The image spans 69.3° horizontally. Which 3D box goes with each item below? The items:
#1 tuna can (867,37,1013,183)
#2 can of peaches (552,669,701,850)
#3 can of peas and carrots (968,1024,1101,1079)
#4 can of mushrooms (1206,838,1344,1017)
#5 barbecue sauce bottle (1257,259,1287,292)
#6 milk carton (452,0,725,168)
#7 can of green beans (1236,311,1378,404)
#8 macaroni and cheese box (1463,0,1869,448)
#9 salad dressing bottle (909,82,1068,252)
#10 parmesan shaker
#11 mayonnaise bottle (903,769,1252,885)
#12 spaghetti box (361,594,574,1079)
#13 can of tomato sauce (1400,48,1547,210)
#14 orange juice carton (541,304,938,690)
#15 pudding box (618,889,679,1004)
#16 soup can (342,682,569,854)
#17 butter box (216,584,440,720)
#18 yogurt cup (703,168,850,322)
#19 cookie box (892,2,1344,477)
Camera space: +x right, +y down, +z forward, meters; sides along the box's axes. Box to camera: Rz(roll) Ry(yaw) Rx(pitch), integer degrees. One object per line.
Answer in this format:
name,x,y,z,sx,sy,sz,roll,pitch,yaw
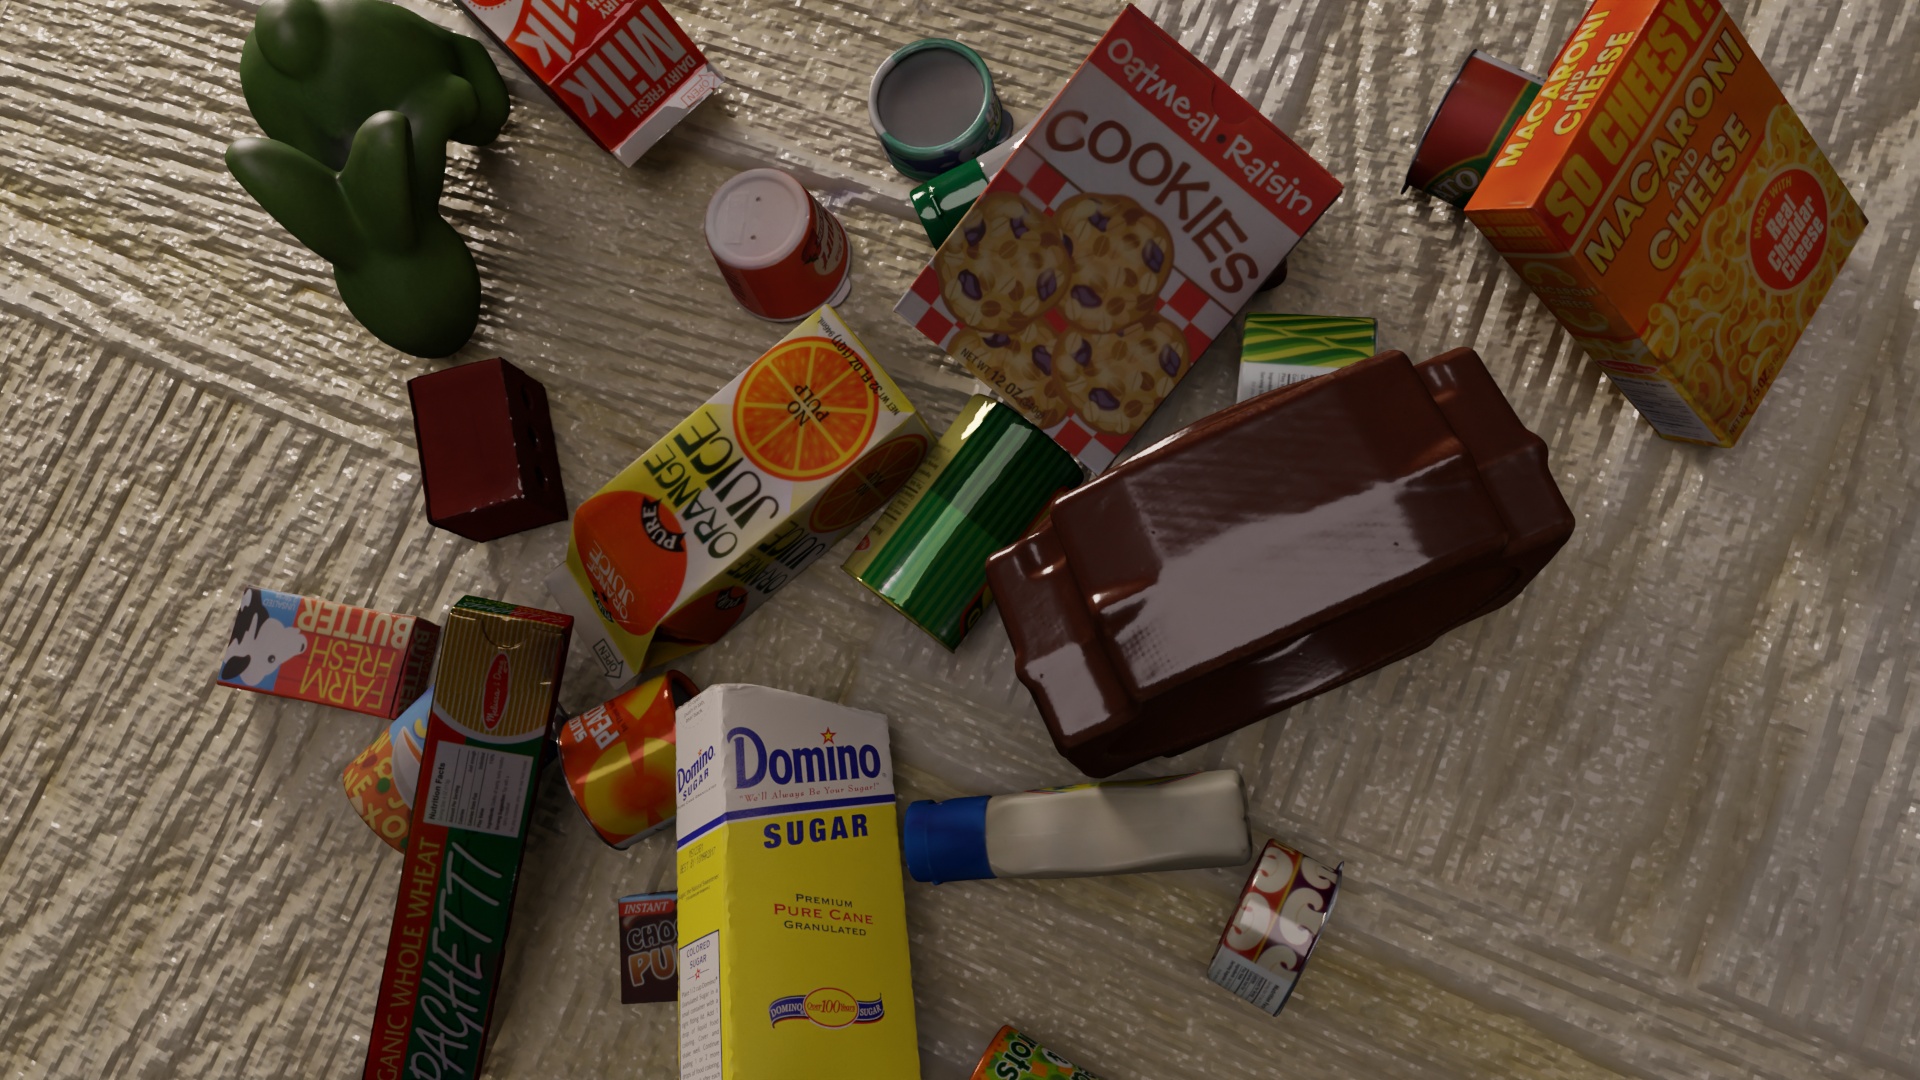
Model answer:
tuna can,-0.010,-0.219,0.709,0.071,0.033,0.071,-2,77,10
can of peaches,-0.145,0.099,0.642,0.058,0.071,0.071,-26,75,3
can of peas and carrots,0.029,0.244,0.580,0.059,0.071,0.071,26,83,15
can of mushrooms,0.132,0.159,0.582,0.033,0.071,0.071,25,83,15
barbecue sauce bottle,0.078,-0.140,0.670,0.148,0.043,0.065,-10,88,8
milk carton,-0.210,-0.278,0.737,0.072,0.073,0.191,-44,74,-2
can of green beans,0.155,-0.069,0.629,0.058,0.071,0.071,5,79,12
macaroni and cheese box,0.298,-0.135,0.582,0.166,0.040,0.124,36,84,-27
salad dressing bottle,0.048,-0.189,0.687,0.147,0.044,0.064,-25,86,5
parmesan shaker,0.002,-0.008,0.639,0.071,0.071,0.103,36,86,15
mayonnaise bottle,0.051,0.126,0.607,0.148,0.064,0.041,-7,78,12
spaghetti box,-0.222,0.148,0.618,0.050,0.029,0.249,13,100,-9
can of tomato sauce,0.256,-0.175,0.636,0.083,0.071,0.071,30,84,14
orange juice carton,-0.108,-0.016,0.659,0.193,0.073,0.072,-39,74,0
pudding box,-0.112,0.184,0.637,0.084,0.030,0.050,-6,76,8
soup can,-0.237,0.102,0.656,0.084,0.071,0.071,-44,74,-1
butter box,-0.321,0.057,0.705,0.103,0.024,0.053,9,79,12
yogurt cup,-0.094,-0.150,0.698,0.072,0.054,0.072,-2,77,10
cookie box,0.069,-0.132,0.627,0.123,0.040,0.167,39,105,-4
